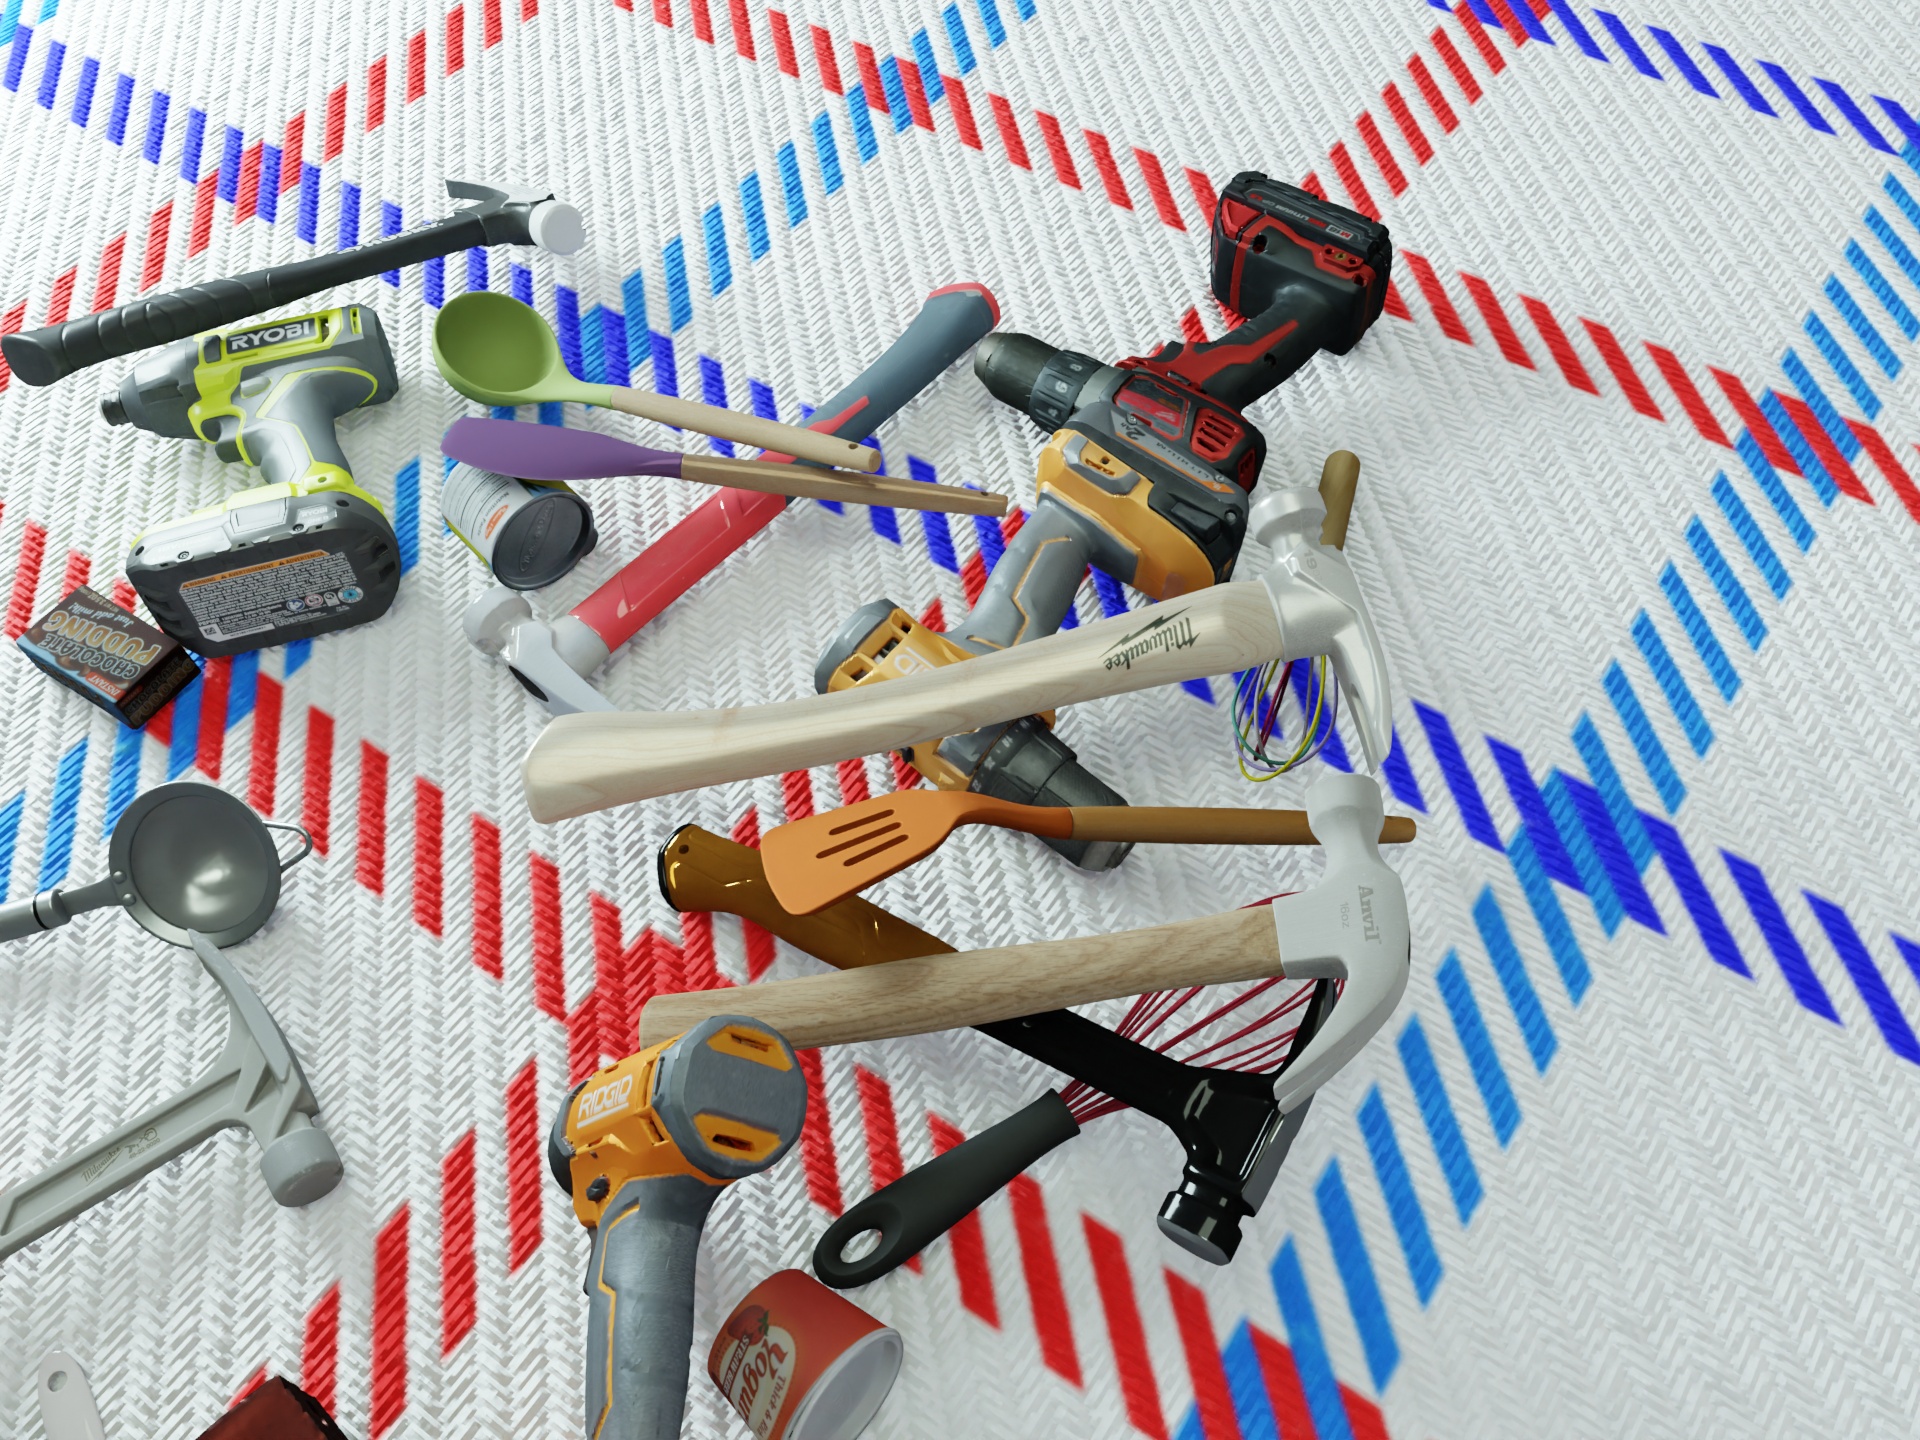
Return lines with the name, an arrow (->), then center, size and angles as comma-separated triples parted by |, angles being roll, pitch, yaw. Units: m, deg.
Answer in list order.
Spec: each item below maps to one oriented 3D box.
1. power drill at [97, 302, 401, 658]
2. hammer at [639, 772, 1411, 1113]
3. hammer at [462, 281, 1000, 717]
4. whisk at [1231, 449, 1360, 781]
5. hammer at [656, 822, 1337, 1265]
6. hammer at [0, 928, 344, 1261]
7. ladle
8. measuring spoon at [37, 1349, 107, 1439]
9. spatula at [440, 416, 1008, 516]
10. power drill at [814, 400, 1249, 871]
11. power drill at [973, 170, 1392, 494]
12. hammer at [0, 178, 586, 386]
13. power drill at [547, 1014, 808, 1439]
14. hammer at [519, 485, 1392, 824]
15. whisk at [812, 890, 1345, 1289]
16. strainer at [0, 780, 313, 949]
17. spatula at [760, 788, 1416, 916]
power drill -> -0.415, -0.148, 0.931 | 0.171, 0.080, 0.223 | -15, 52, -9
hammer -> 0.019, 0.112, 0.664 | 0.331, 0.031, 0.130 | -12, 55, 14
hammer -> -0.096, -0.134, 0.929 | 0.143, 0.038, 0.386 | 35, 63, 22
whisk -> 0.187, -0.063, 0.870 | 0.051, 0.047, 0.245 | 21, 53, 1
hammer -> -0.003, 0.110, 0.714 | 0.337, 0.034, 0.127 | 20, 66, 30
hammer -> -0.459, 0.236, 0.678 | 0.359, 0.036, 0.149 | -31, 60, -22
ladle -> -0.183, -0.194, 0.931 | 0.320, 0.062, 0.078 | 18, 49, 27
measuring spoon -> -0.355, 0.309, 0.643 | 0.034, 0.018, 0.124 | -29, 58, -17
spatula -> -0.130, -0.138, 0.891 | 0.316, 0.018, 0.060 | 6, 39, -3
power drill -> 0.062, -0.043, 0.837 | 0.185, 0.084, 0.226 | 37, 68, 16
power drill -> 0.137, -0.235, 0.971 | 0.188, 0.080, 0.227 | 31, 65, 22
hammer -> -0.411, -0.273, 0.982 | 0.335, 0.035, 0.146 | -28, 38, -28
power drill -> -0.136, 0.240, 0.619 | 0.084, 0.164, 0.227 | 24, 56, -28
hammer -> -0.001, -0.002, 0.762 | 0.410, 0.038, 0.146 | -13, 70, -4
whisk -> 0.063, 0.164, 0.708 | 0.296, 0.073, 0.073 | -30, 59, -11
strainer -> -0.440, 0.089, 0.786 | 0.258, 0.050, 0.087 | -16, 100, -3
spatula -> 0.070, 0.057, 0.743 | 0.322, 0.041, 0.081 | 2, 21, -19
